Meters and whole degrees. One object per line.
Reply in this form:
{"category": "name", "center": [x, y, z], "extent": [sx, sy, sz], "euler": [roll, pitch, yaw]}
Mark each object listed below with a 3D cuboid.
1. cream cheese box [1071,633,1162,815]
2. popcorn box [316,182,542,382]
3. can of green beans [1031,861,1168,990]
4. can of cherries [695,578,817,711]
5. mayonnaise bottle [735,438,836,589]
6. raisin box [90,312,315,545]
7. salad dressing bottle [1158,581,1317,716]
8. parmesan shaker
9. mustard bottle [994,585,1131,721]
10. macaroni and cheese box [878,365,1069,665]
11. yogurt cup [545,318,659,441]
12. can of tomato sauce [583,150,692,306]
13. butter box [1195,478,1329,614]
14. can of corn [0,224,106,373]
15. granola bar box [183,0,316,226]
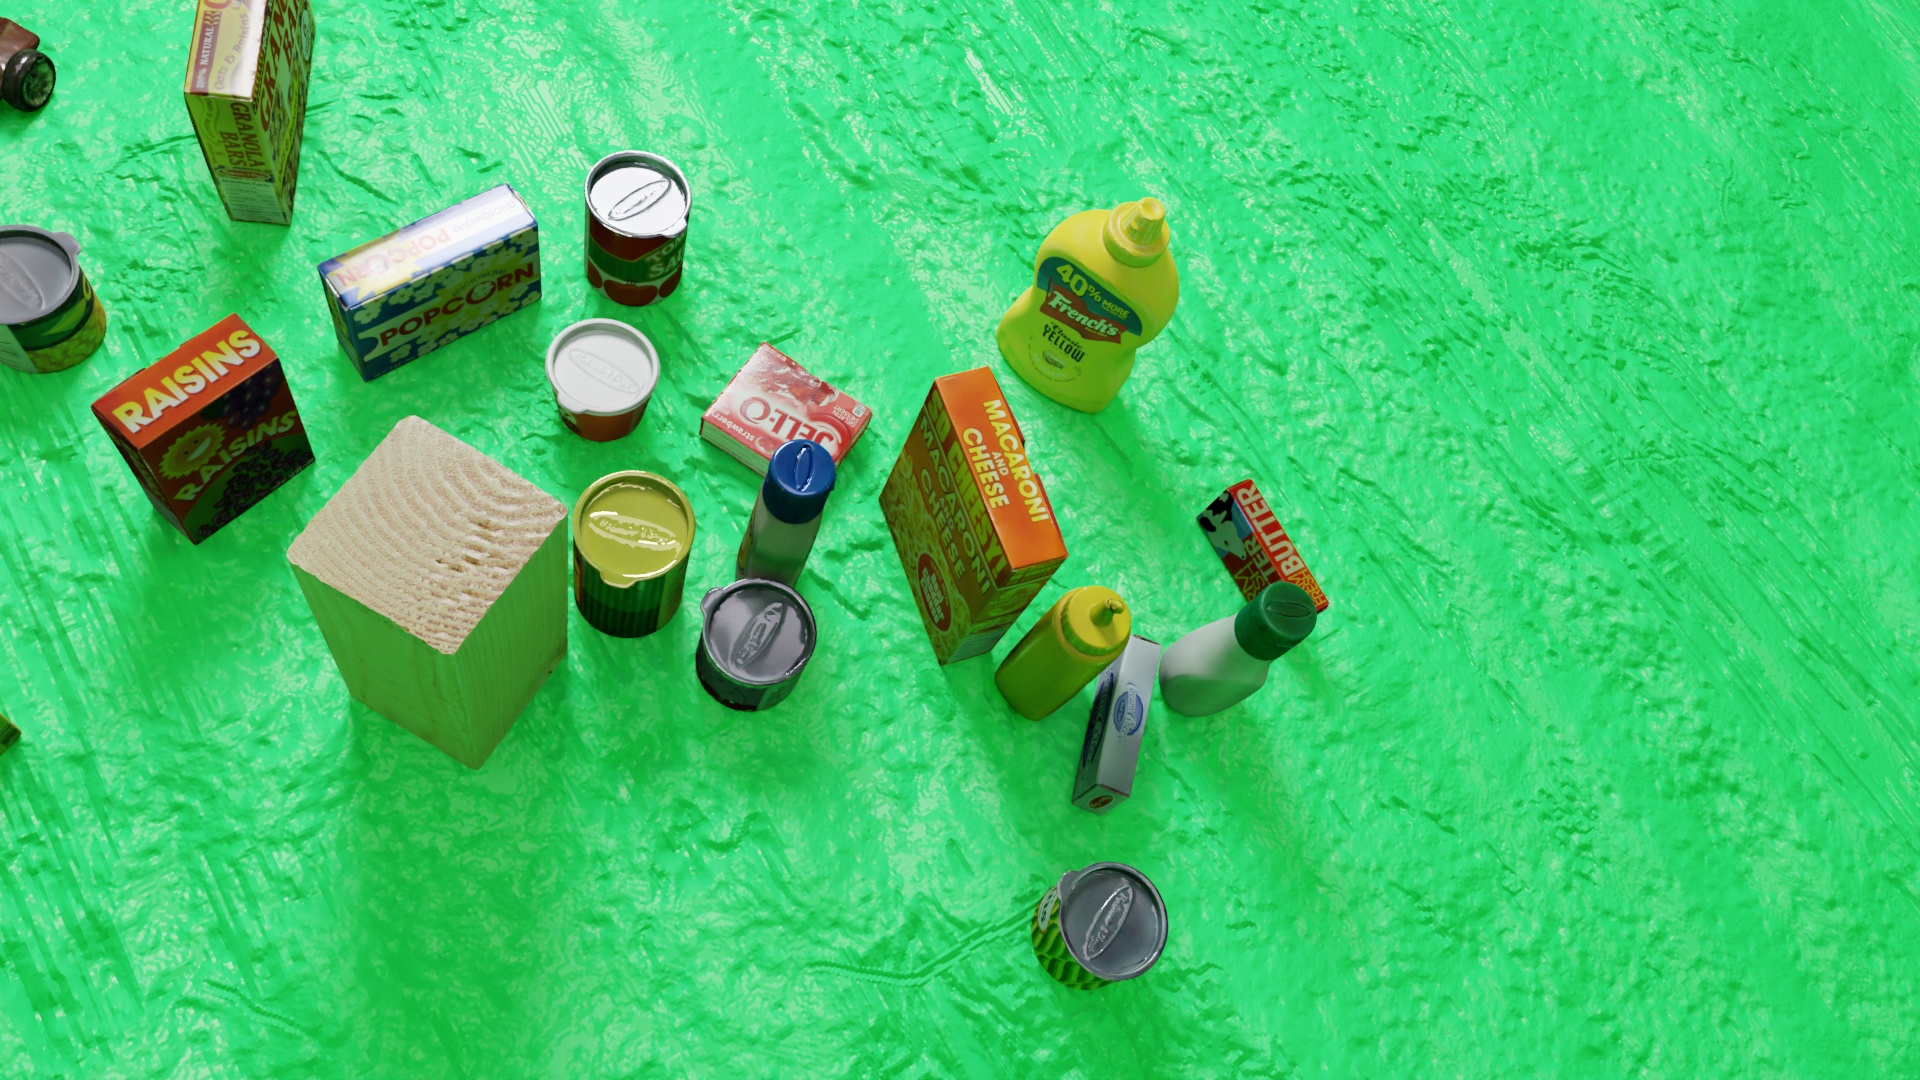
{"category": "cream cheese box", "center": [0.097, 0.115, 0.869], "extent": [0.024, 0.053, 0.104], "euler": [20, 63, -7]}
{"category": "popcorn box", "center": [-0.322, -0.159, 0.855], "extent": [0.127, 0.085, 0.038], "euler": [-34, 79, -26]}
{"category": "can of green beans", "center": [0.080, 0.226, 0.813], "extent": [0.071, 0.057, 0.071], "euler": [6, 65, -13]}
{"category": "can of cherries", "center": [-0.125, 0.061, 0.828], "extent": [0.071, 0.058, 0.072], "euler": [6, 65, -13]}
{"category": "mayonnaise bottle", "center": [-0.104, -0.012, 0.816], "extent": [0.041, 0.147, 0.065], "euler": [12, 64, -11]}
{"category": "raisin box", "center": [-0.411, -0.059, 0.763], "extent": [0.040, 0.123, 0.086], "euler": [43, 63, 5]}
{"category": "salad dressing bottle", "center": [0.170, 0.068, 0.858], "extent": [0.064, 0.147, 0.044], "euler": [8, 65, -13]}
{"category": "parmesan shaker", "center": [-0.192, 0.013, 0.805], "extent": [0.071, 0.102, 0.071], "euler": [6, 66, -13]}
{"category": "mustard bottle", "center": [0.067, 0.060, 0.825], "extent": [0.049, 0.159, 0.065], "euler": [46, 63, 7]}
{"category": "macaroni and cheese box", "center": [0.003, -0.010, 0.835], "extent": [0.040, 0.165, 0.124], "euler": [-15, 72, -21]}
{"category": "yogurt cup", "center": [-0.225, -0.098, 0.873], "extent": [0.072, 0.053, 0.072], "euler": [6, 65, -13]}
{"category": "can of tomato sauce", "center": [-0.210, -0.201, 0.906], "extent": [0.071, 0.082, 0.071], "euler": [6, 66, -13]}
{"category": "butter box", "center": [0.205, 0.014, 0.946], "extent": [0.024, 0.053, 0.103], "euler": [-23, 75, -23]}
{"category": "can of corn", "center": [-0.535, -0.139, 0.801], "extent": [0.071, 0.058, 0.071], "euler": [6, 65, -13]}
{"category": "granola bar box", "center": [-0.438, -0.300, 0.863], "extent": [0.039, 0.123, 0.166], "euler": [2, 66, -15]}
